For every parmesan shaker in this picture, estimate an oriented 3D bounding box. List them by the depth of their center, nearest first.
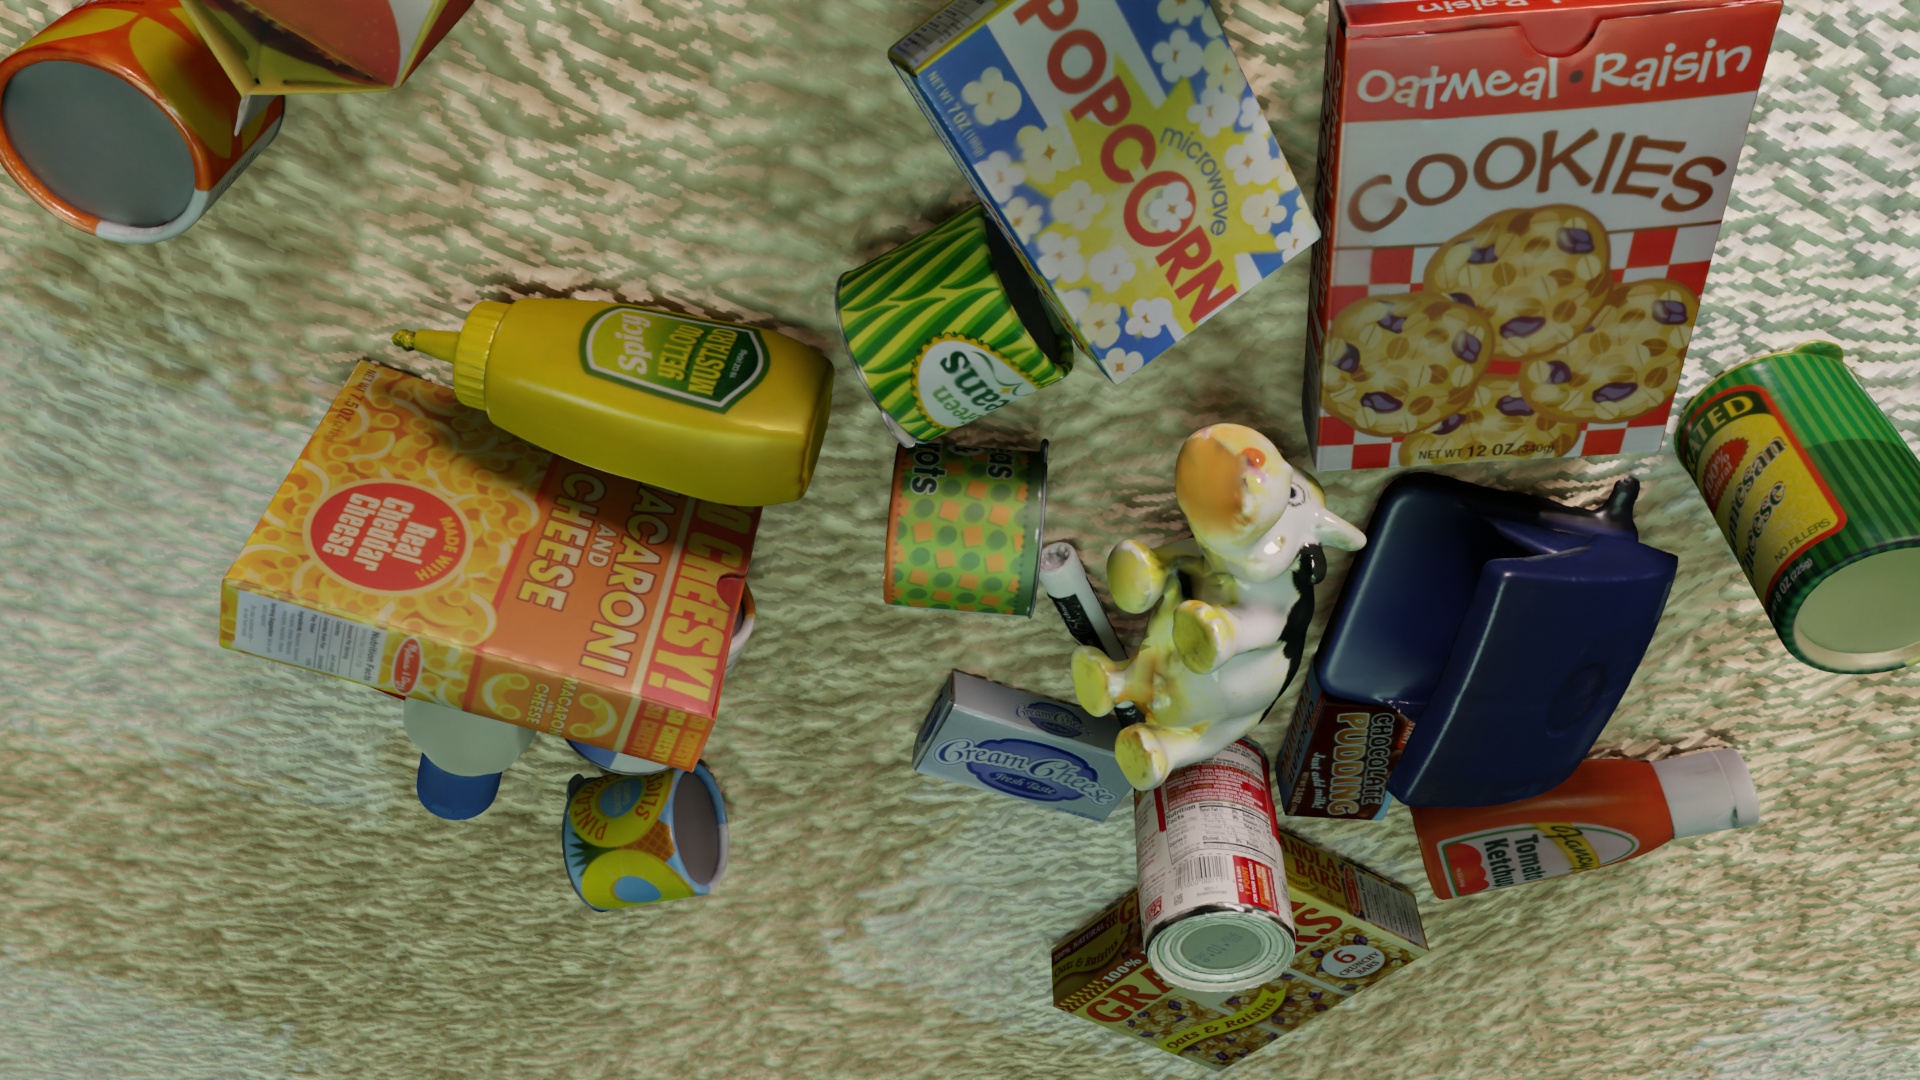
[{"bbox_3d":[0.306,-0.013,0.491,0.071,0.103,0.071,2,132,2],"label":"parmesan shaker"}]

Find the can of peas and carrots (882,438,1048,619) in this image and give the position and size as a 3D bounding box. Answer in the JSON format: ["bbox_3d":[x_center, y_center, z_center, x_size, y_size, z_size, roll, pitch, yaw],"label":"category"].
[{"bbox_3d":[0.002,-0.007,0.540,0.059,0.071,0.070,5,132,0],"label":"can of peas and carrots"}]

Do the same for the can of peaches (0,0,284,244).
[{"bbox_3d":[-0.262,-0.138,0.440,0.071,0.058,0.070,1,132,2],"label":"can of peaches"}]

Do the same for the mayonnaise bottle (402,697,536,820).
[{"bbox_3d":[-0.208,0.066,0.598,0.065,0.041,0.147,22,131,-8],"label":"mayonnaise bottle"}]

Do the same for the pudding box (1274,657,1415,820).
[{"bbox_3d":[0.180,0.093,0.642,0.050,0.030,0.083,4,132,-2],"label":"pudding box"}]

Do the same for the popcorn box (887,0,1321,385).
[{"bbox_3d":[0.048,-0.123,0.433,0.085,0.038,0.126,-36,124,3],"label":"popcorn box"}]

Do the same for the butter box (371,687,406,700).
[{"bbox_3d":[-0.225,0.038,0.618,0.053,0.024,0.103,26,128,-20],"label":"butter box"}]

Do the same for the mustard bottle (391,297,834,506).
[{"bbox_3d":[-0.129,-0.057,0.504,0.160,0.066,0.048,12,136,-3],"label":"mustard bottle"}]

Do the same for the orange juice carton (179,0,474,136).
[{"bbox_3d":[-0.154,-0.196,0.373,0.073,0.072,0.191,28,127,-20],"label":"orange juice carton"}]

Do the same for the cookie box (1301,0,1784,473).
[{"bbox_3d":[0.182,-0.100,0.462,0.123,0.040,0.166,-3,131,6],"label":"cookie box"}]

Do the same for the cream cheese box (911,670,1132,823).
[{"bbox_3d":[0.034,0.100,0.660,0.104,0.024,0.053,18,130,-13],"label":"cream cheese box"}]

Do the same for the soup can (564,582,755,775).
[{"bbox_3d":[-0.134,0.048,0.597,0.071,0.072,0.083,20,129,-14],"label":"soup can"}]

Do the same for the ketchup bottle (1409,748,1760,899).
[{"bbox_3d":[0.294,0.131,0.662,0.149,0.044,0.064,-15,129,15],"label":"ketchup bottle"}]

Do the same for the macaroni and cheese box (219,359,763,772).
[{"bbox_3d":[-0.165,0.008,0.521,0.166,0.124,0.040,18,131,-13],"label":"macaroni and cheese box"}]

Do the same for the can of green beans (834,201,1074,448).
[{"bbox_3d":[-0.001,-0.075,0.478,0.057,0.071,0.071,-23,127,22],"label":"can of green beans"}]

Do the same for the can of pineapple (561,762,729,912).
[{"bbox_3d":[-0.154,0.144,0.681,0.058,0.071,0.070,-12,130,13],"label":"can of pineapple"}]

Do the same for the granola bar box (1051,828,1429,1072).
[{"bbox_3d":[0.147,0.222,0.754,0.124,0.039,0.164,28,128,-21],"label":"granola bar box"}]
